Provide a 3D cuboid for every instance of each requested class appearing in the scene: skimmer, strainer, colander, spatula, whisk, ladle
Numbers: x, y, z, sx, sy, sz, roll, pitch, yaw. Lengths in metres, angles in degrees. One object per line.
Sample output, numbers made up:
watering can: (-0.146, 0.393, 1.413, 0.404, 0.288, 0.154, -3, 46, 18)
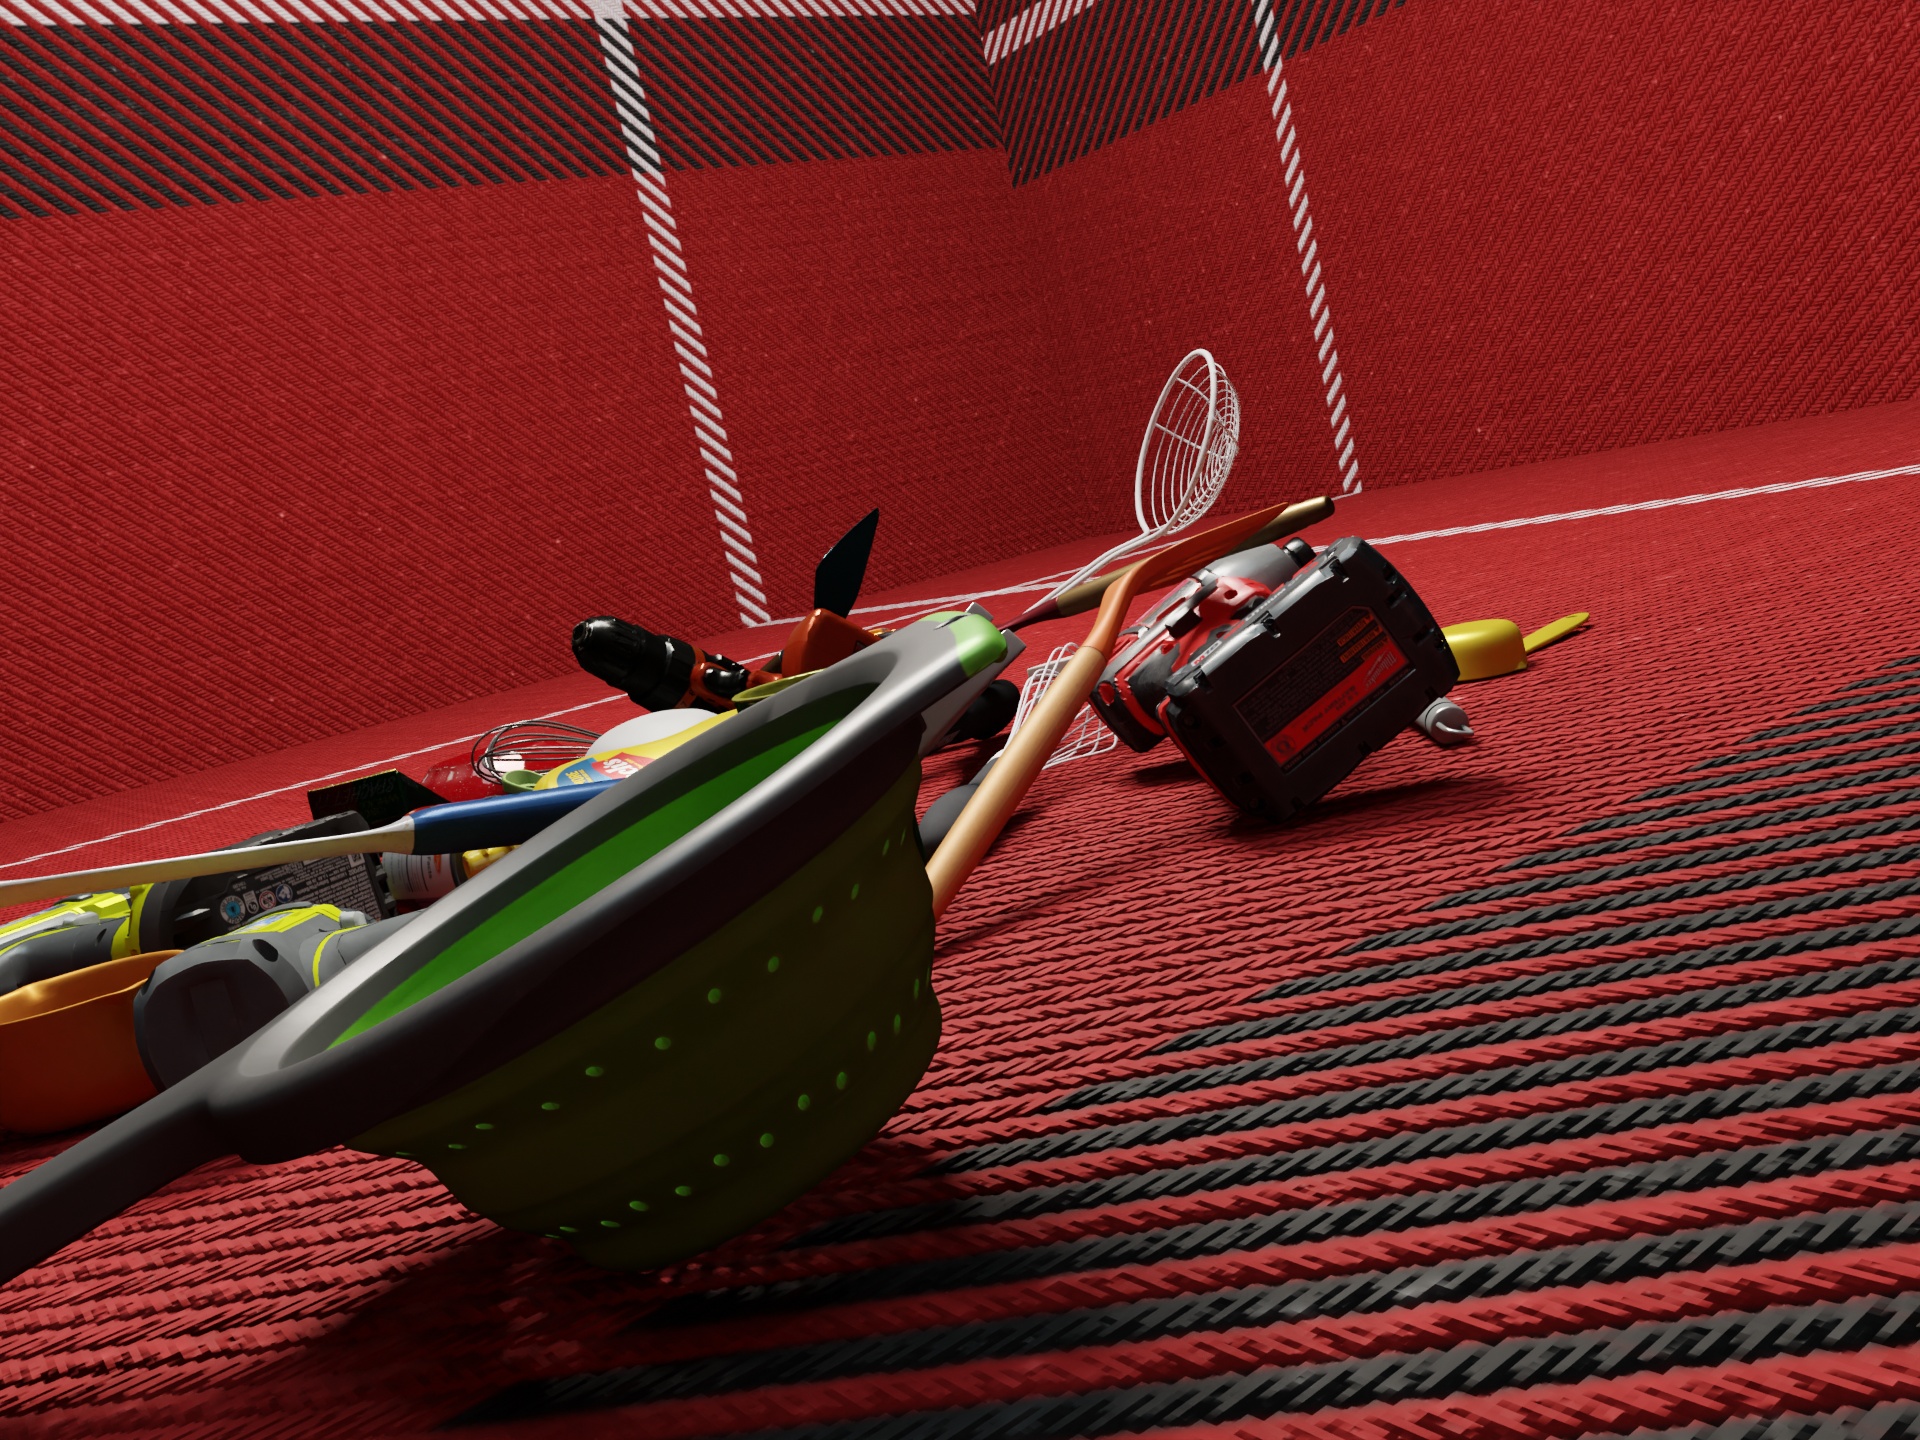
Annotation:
skimmer: (0.045, -0.107, 1.074, 0.363, 0.090, 0.127, -38, 15, -3)
strainer: (0.231, -0.026, 0.856, 0.087, 0.050, 0.258, 14, 13, -4)
colander: (-0.142, 0.112, 0.403, 0.397, 0.094, 0.204, -31, 10, -2)
spatula: (0.054, -0.006, 0.693, 0.081, 0.041, 0.323, -35, 14, 49)
whisk: (-0.241, 0.021, 1.178, 0.239, 0.055, 0.055, -3, 2, -31)
ladle: (0.081, -0.076, 0.934, 0.315, 0.031, 0.069, -18, 5, 42)
strainer: (-0.215, 0.027, 1.008, 0.256, 0.069, 0.151, 5, 19, 40)
whisk: (0.037, 0.017, 0.845, 0.070, 0.070, 0.284, -9, 14, 23)
spatula: (-0.147, -0.043, 1.180, 0.317, 0.044, 0.082, -38, 9, 44)

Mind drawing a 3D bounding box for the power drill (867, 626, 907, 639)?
power drill: (-0.033, -0.034, 1.219, 0.164, 0.084, 0.226, -13, 4, -4)

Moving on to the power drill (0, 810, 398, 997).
power drill: (-0.409, 0.110, 0.825, 0.223, 0.080, 0.171, -12, 7, 27)

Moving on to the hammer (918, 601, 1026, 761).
hammer: (-0.001, -0.003, 0.931, 0.146, 0.035, 0.335, -50, -5, 10)

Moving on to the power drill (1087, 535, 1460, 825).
power drill: (0.141, -0.034, 0.766, 0.143, 0.078, 0.220, -39, 11, 0)

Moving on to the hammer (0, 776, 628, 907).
hammer: (-0.255, 0.052, 0.707, 0.405, 0.035, 0.144, -7, -20, -33)

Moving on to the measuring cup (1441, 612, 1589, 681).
measuring cup: (0.332, -0.055, 0.950, 0.156, 0.029, 0.062, -21, 11, -39)

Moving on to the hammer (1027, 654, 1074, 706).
hammer: (0.141, -0.017, 0.975, 0.146, 0.038, 0.411, -15, 8, -4)

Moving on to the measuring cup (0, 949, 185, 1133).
measuring cup: (-0.382, 0.145, 0.622, 0.095, 0.052, 0.173, -6, 12, 38)

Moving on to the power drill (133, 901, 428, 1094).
power drill: (-0.192, 0.085, 0.652, 0.228, 0.080, 0.190, -16, 2, -7)
